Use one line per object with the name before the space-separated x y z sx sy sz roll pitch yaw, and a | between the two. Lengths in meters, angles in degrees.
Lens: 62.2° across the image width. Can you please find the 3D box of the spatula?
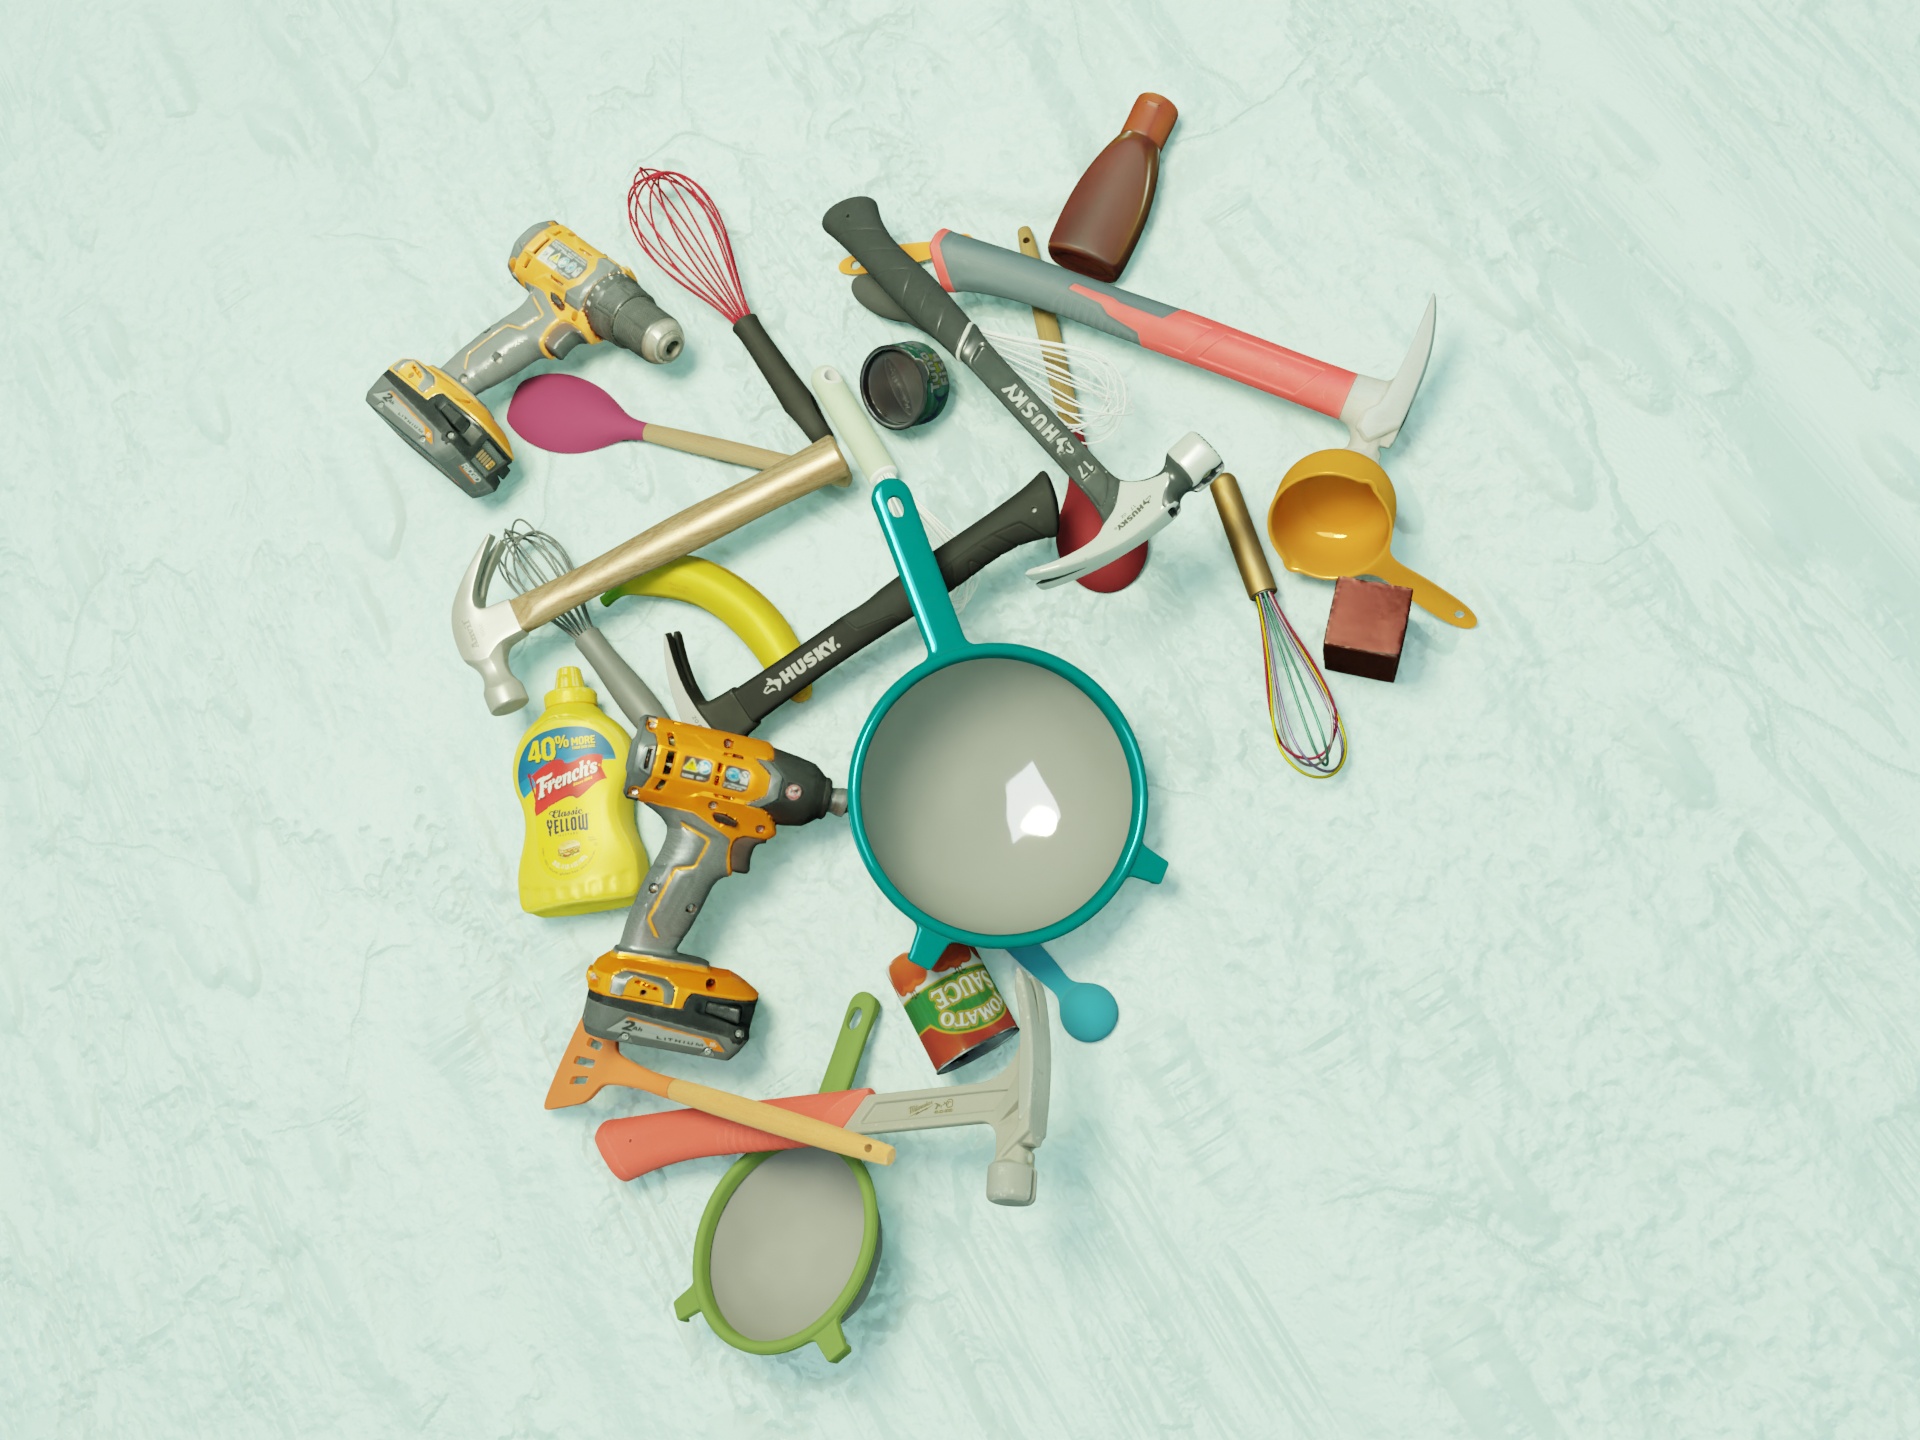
spatula | -0.175 0.264 1.106 0.323 0.041 0.081 7 66 32

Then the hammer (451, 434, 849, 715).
hammer | -0.240 -0.134 1.229 0.331 0.031 0.130 -27 78 0

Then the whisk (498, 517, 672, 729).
whisk | -0.295 -0.067 1.264 0.055 0.055 0.239 -40 76 1

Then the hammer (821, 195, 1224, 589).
hammer | 0.012 -0.261 1.163 0.149 0.036 0.409 -42 60 7

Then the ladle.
ladle | 0.083 -0.248 1.234 0.069 0.031 0.316 -15 73 8

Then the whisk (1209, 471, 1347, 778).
whisk | 0.224 -0.072 1.153 0.047 0.051 0.245 -20 70 13

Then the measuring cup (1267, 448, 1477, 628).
measuring cup | 0.302 -0.128 1.143 0.173 0.095 0.052 33 42 -7

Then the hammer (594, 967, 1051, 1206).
hammer | -0.103 0.266 1.094 0.359 0.036 0.149 -13 57 28

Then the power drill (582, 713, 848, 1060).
power drill | -0.177 0.122 1.149 0.164 0.084 0.226 13 88 -11

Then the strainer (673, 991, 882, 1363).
strainer | -0.092 0.322 1.125 0.151 0.069 0.256 -1 57 34

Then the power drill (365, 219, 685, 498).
power drill | -0.347 -0.289 1.297 0.185 0.084 0.226 37 79 25

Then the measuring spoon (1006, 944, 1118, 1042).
measuring spoon | 0.060 0.178 1.139 0.129 0.021 0.042 43 89 17

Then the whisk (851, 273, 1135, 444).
whisk | 0.016 -0.290 1.228 0.285 0.070 0.070 33 86 29

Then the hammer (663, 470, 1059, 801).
hammer | -0.069 -0.079 1.179 0.335 0.035 0.146 -34 90 11

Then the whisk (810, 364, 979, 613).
whisk | -0.056 -0.184 1.242 0.058 0.059 0.246 -17 65 -30

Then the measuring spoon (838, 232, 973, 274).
measuring spoon | -0.044 -0.379 1.302 0.117 0.011 0.021 -6 76 15

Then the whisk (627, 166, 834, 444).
whisk | -0.186 -0.339 1.298 0.073 0.073 0.296 -34 78 3

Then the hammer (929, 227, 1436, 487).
hammer | 0.157 -0.310 1.194 0.386 0.038 0.143 24 103 14

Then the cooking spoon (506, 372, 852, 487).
cooking spoon | -0.234 -0.231 1.303 0.319 0.017 0.069 15 81 16

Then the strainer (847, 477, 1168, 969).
strainer | -0.002 -0.004 1.136 0.211 0.095 0.340 -19 84 -12
